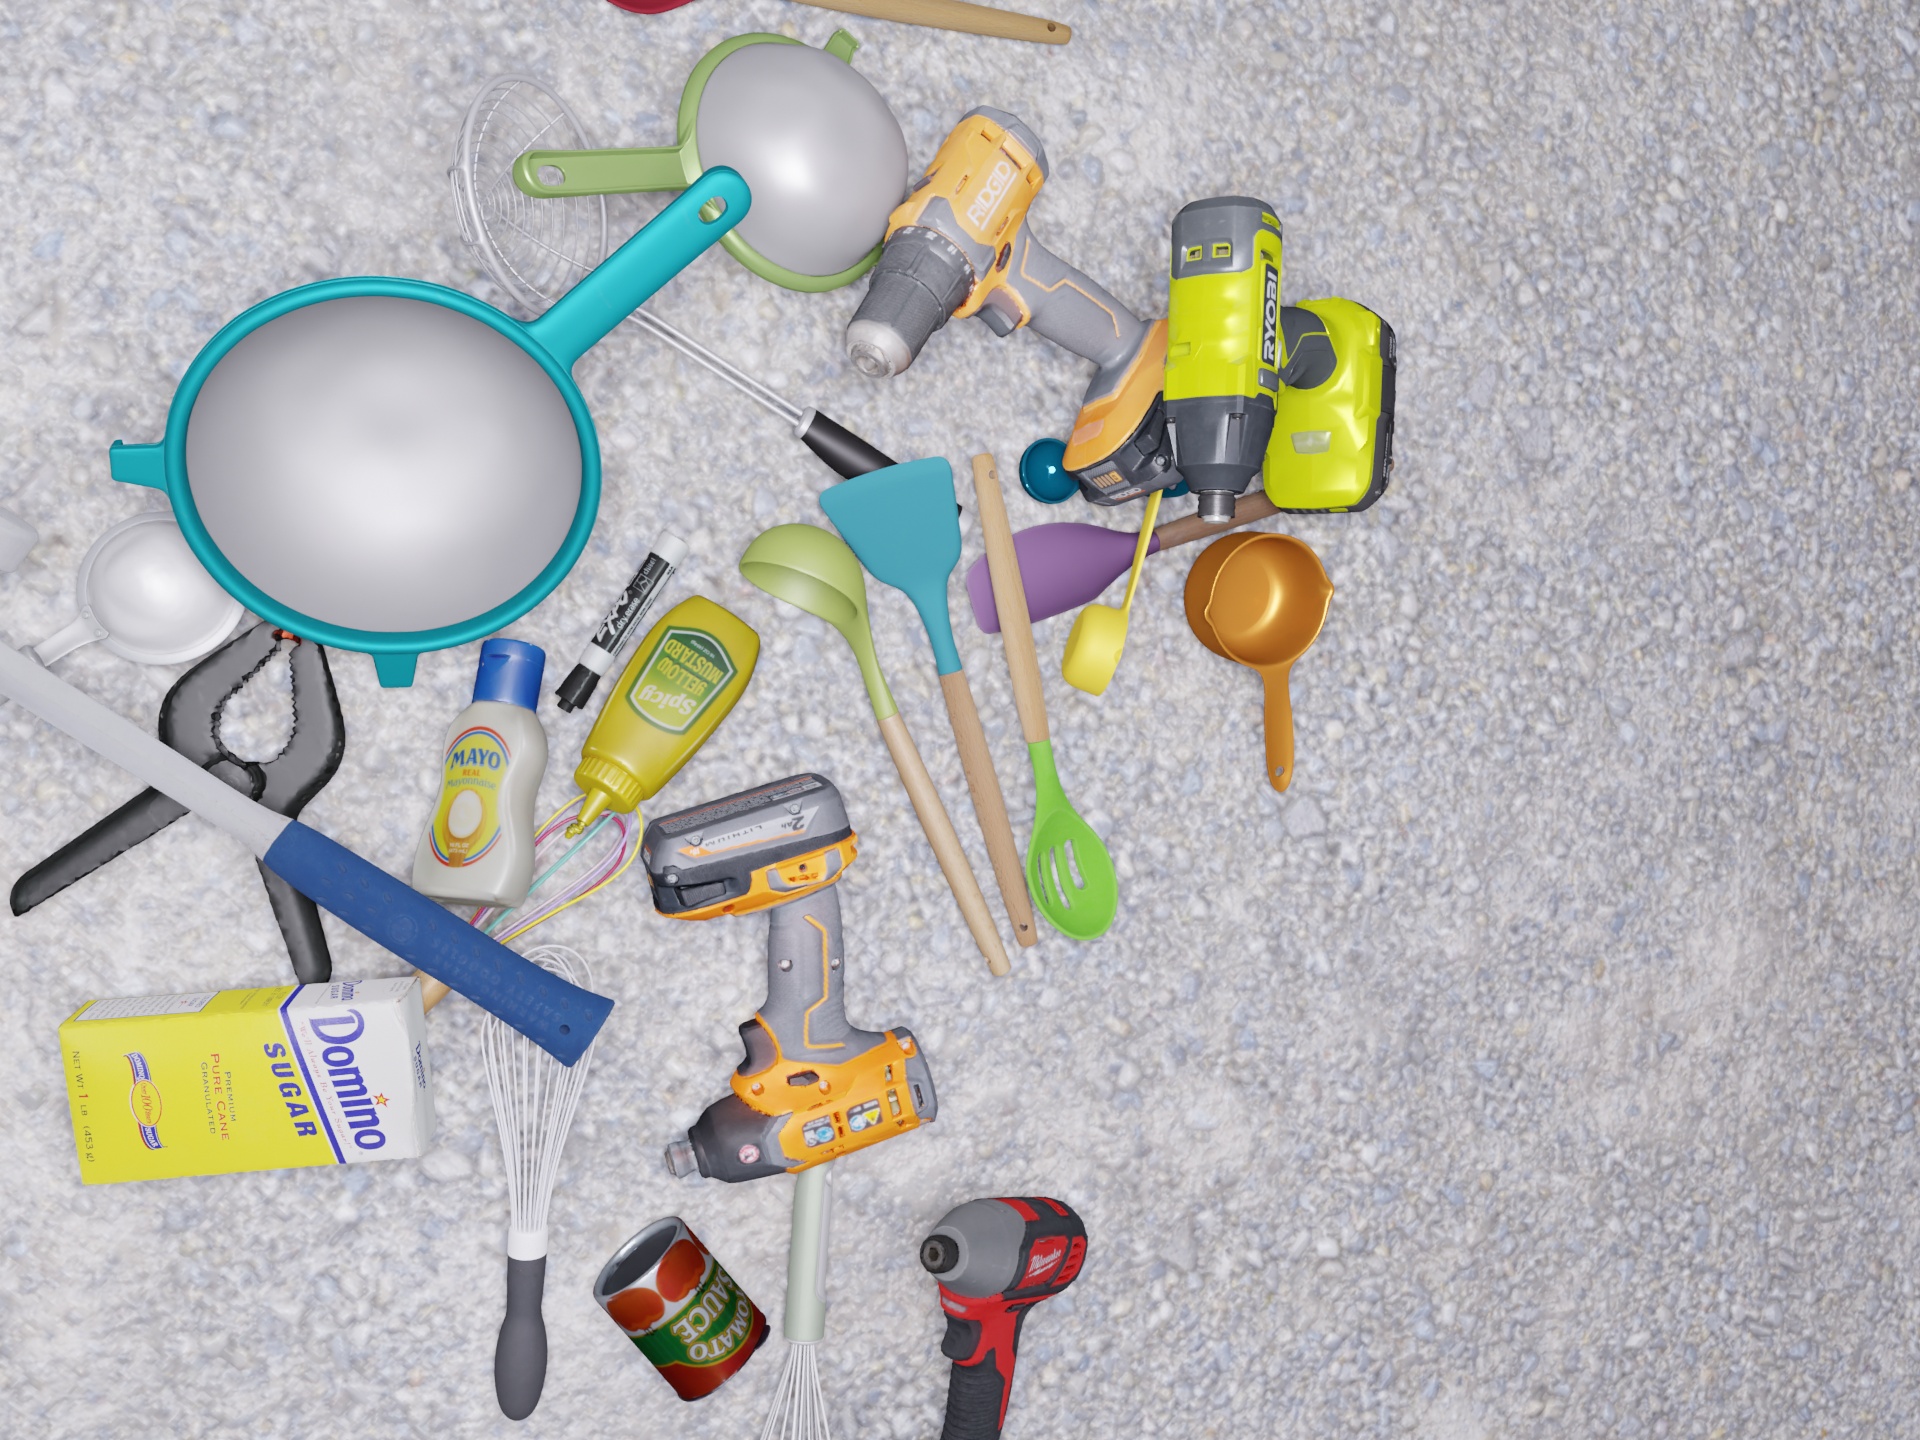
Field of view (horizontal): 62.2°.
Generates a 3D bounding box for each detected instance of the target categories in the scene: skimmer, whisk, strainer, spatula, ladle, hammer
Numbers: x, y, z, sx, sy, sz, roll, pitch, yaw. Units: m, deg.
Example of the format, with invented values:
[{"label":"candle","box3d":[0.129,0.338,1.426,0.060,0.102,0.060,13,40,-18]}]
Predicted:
[{"label":"skimmer","box3d":[-0.127,-0.221,0.915,0.363,0.090,0.127,32,51,-19]},{"label":"whisk","box3d":[-0.277,0.131,0.908,0.245,0.051,0.047,-44,110,-8]},{"label":"strainer","box3d":[-0.482,-0.034,0.837,0.258,0.050,0.087,-37,86,-10]},{"label":"spatula","box3d":[-0.002,-0.003,0.989,0.082,0.044,0.317,-15,99,8]},{"label":"strainer","box3d":[-0.119,-0.314,0.876,0.256,0.069,0.151,-20,99,-40]},{"label":"whisk","box3d":[-0.249,0.269,0.917,0.070,0.070,0.284,3,96,-18]},{"label":"ladle","box3d":[-0.043,0.026,0.972,0.062,0.078,0.320,-33,108,-30]},{"label":"ladle","box3d":[-0.079,-0.438,0.955,0.315,0.031,0.069,1,91,-20]},{"label":"strainer","box3d":[-0.253,-0.185,0.837,0.340,0.095,0.210,-38,128,7]},{"label":"spatula","box3d":[0.150,-0.128,1.045,0.316,0.018,0.059,-19,104,-15]},{"label":"whisk","box3d":[-0.096,0.386,0.975,0.059,0.057,0.246,3,87,12]},{"label":"hammer","box3d":[-0.365,0.061,0.821,0.405,0.035,0.144,35,88,-8]}]

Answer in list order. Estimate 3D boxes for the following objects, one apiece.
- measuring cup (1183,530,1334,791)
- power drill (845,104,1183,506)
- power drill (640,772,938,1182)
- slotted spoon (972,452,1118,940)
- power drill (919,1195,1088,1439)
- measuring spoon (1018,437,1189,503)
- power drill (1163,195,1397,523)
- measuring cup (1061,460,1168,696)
[{"label":"measuring cup","box3d":[0.195,-0.040,1.049,0.095,0.052,0.173,-12,107,-18]},{"label":"power drill","box3d":[0.044,-0.224,0.943,0.226,0.084,0.185,40,63,-24]},{"label":"power drill","box3d":[-0.117,0.161,0.942,0.164,0.084,0.226,-17,101,-16]},{"label":"slotted spoon","box3d":[0.045,-0.013,1.004,0.070,0.031,0.313,-18,99,-36]},{"label":"power drill","box3d":[-0.001,0.398,0.963,0.143,0.079,0.220,23,83,-54]},{"label":"measuring spoon","box3d":[0.092,-0.156,1.030,0.128,0.021,0.042,1,87,-27]},{"label":"power drill","box3d":[0.186,-0.193,0.941,0.223,0.080,0.171,1,91,-58]},{"label":"measuring cup","box3d":[0.097,-0.093,1.003,0.029,0.062,0.156,16,94,-6]}]
